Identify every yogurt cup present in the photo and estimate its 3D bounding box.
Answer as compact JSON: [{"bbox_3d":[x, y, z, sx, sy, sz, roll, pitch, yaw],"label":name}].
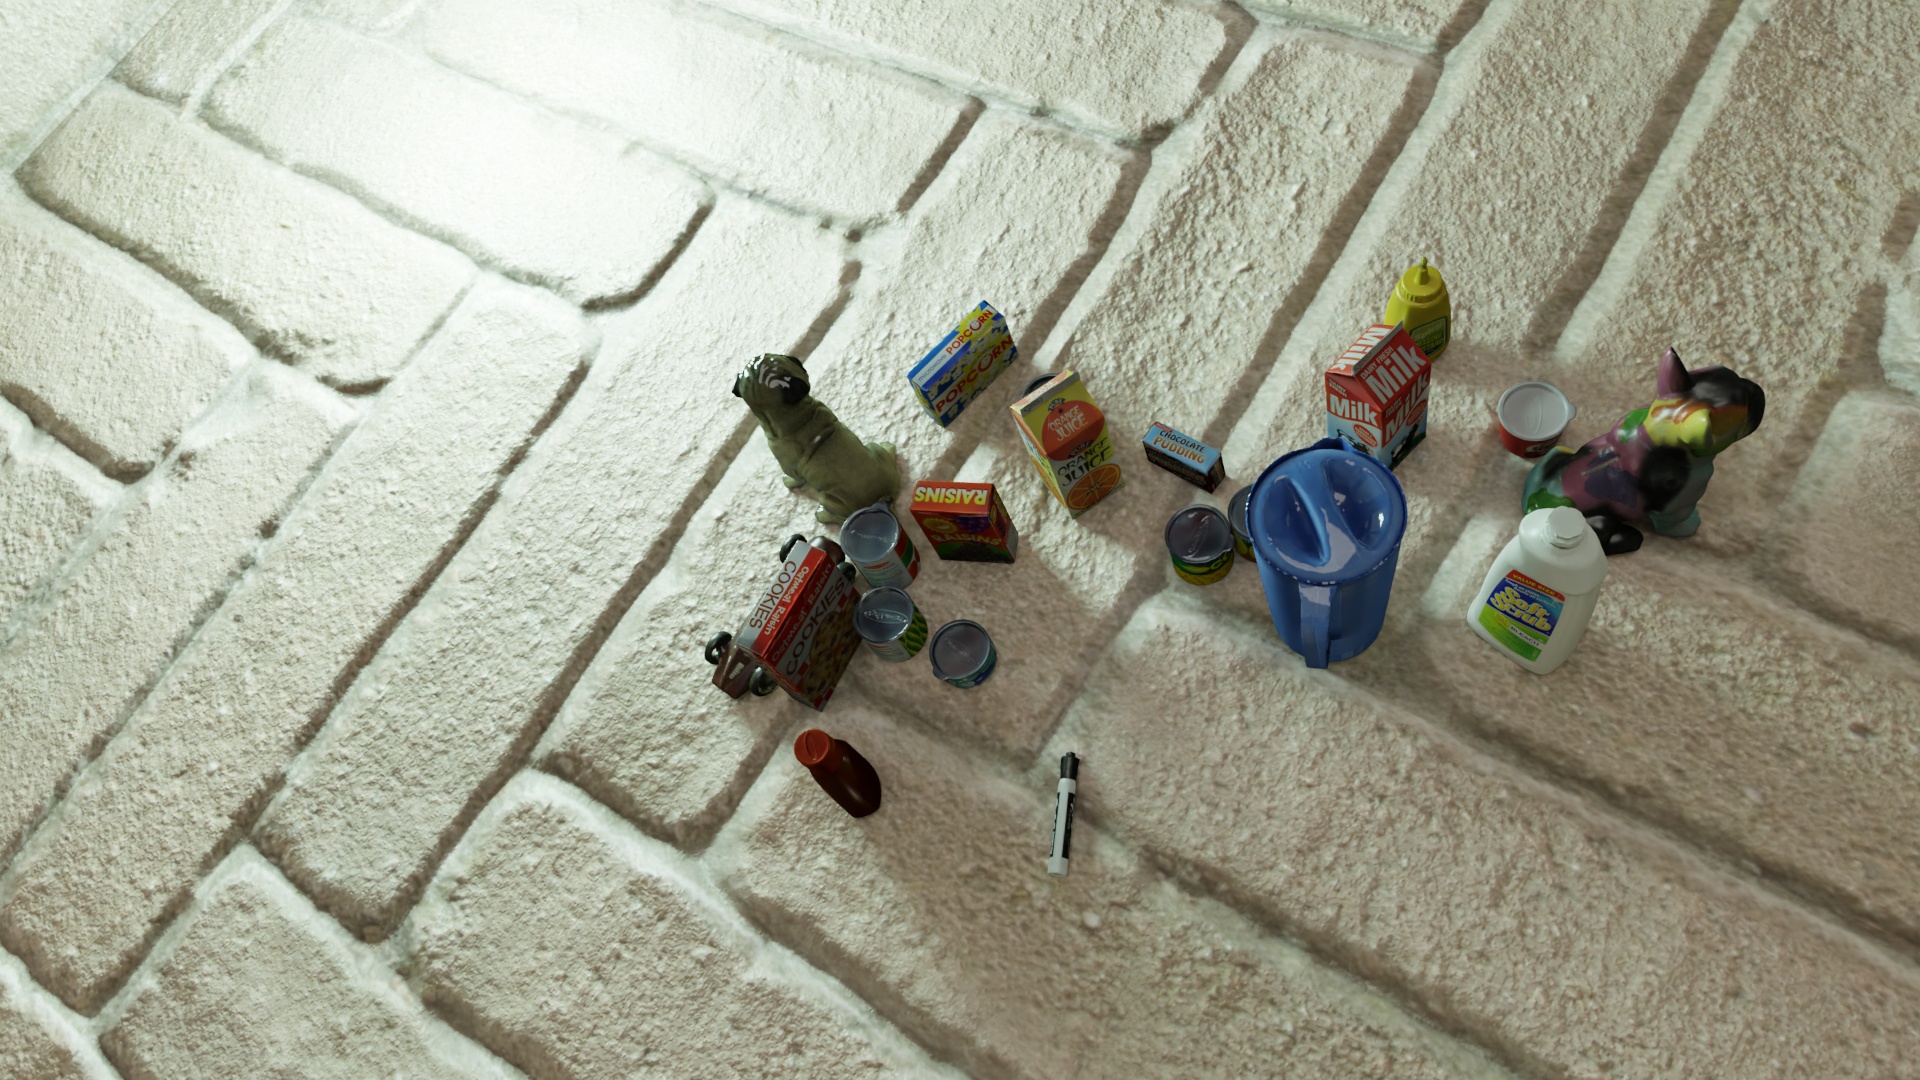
[{"bbox_3d":[0.572,-0.118,1.390,0.072,0.053,0.072,-6,63,12],"label":"yogurt cup"}]

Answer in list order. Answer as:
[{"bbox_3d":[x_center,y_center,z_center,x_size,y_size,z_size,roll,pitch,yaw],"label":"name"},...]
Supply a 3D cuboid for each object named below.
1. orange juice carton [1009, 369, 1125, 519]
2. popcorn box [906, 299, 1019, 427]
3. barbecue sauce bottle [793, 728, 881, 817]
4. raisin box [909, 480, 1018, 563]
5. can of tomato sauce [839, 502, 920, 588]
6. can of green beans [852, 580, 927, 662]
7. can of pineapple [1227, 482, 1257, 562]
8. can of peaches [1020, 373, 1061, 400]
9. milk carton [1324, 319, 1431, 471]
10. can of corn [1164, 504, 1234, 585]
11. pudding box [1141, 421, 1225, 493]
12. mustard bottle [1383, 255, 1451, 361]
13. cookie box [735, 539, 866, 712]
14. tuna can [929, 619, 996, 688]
[{"bbox_3d":[0.109,-0.106,1.432,0.072,0.192,0.073,-34,61,-2],"label":"orange juice carton"},{"bbox_3d":[0.003,-0.198,1.568,0.127,0.085,0.038,-45,62,-9],"label":"popcorn box"},{"bbox_3d":[-0.120,0.223,1.356,0.043,0.148,0.065,-22,61,4],"label":"barbecue sauce bottle"},{"bbox_3d":[0.005,-0.018,1.456,0.086,0.123,0.040,4,66,17],"label":"raisin box"},{"bbox_3d":[-0.085,0.009,1.490,0.071,0.083,0.071,-6,63,13],"label":"can of tomato sauce"},{"bbox_3d":[-0.073,0.088,1.462,0.071,0.057,0.071,-6,63,13],"label":"can of green beans"},{"bbox_3d":[0.307,-0.016,1.409,0.071,0.057,0.071,-6,63,13],"label":"can of pineapple"},{"bbox_3d":[0.102,-0.141,1.528,0.071,0.058,0.071,-6,63,13],"label":"can of peaches"},{"bbox_3d":[0.410,-0.143,1.368,0.072,0.190,0.073,-44,62,-8],"label":"milk carton"},{"bbox_3d":[0.247,0.006,1.415,0.071,0.058,0.071,-6,63,13],"label":"can of corn"},{"bbox_3d":[0.237,-0.089,1.470,0.084,0.049,0.030,31,76,26],"label":"pudding box"},{"bbox_3d":[0.467,-0.236,1.416,0.065,0.159,0.049,-23,61,4],"label":"mustard bottle"},{"bbox_3d":[-0.154,0.090,1.420,0.040,0.167,0.123,21,72,24],"label":"cookie box"},{"bbox_3d":[0.002,0.120,1.440,0.071,0.032,0.071,-6,63,12],"label":"tuna can"}]
